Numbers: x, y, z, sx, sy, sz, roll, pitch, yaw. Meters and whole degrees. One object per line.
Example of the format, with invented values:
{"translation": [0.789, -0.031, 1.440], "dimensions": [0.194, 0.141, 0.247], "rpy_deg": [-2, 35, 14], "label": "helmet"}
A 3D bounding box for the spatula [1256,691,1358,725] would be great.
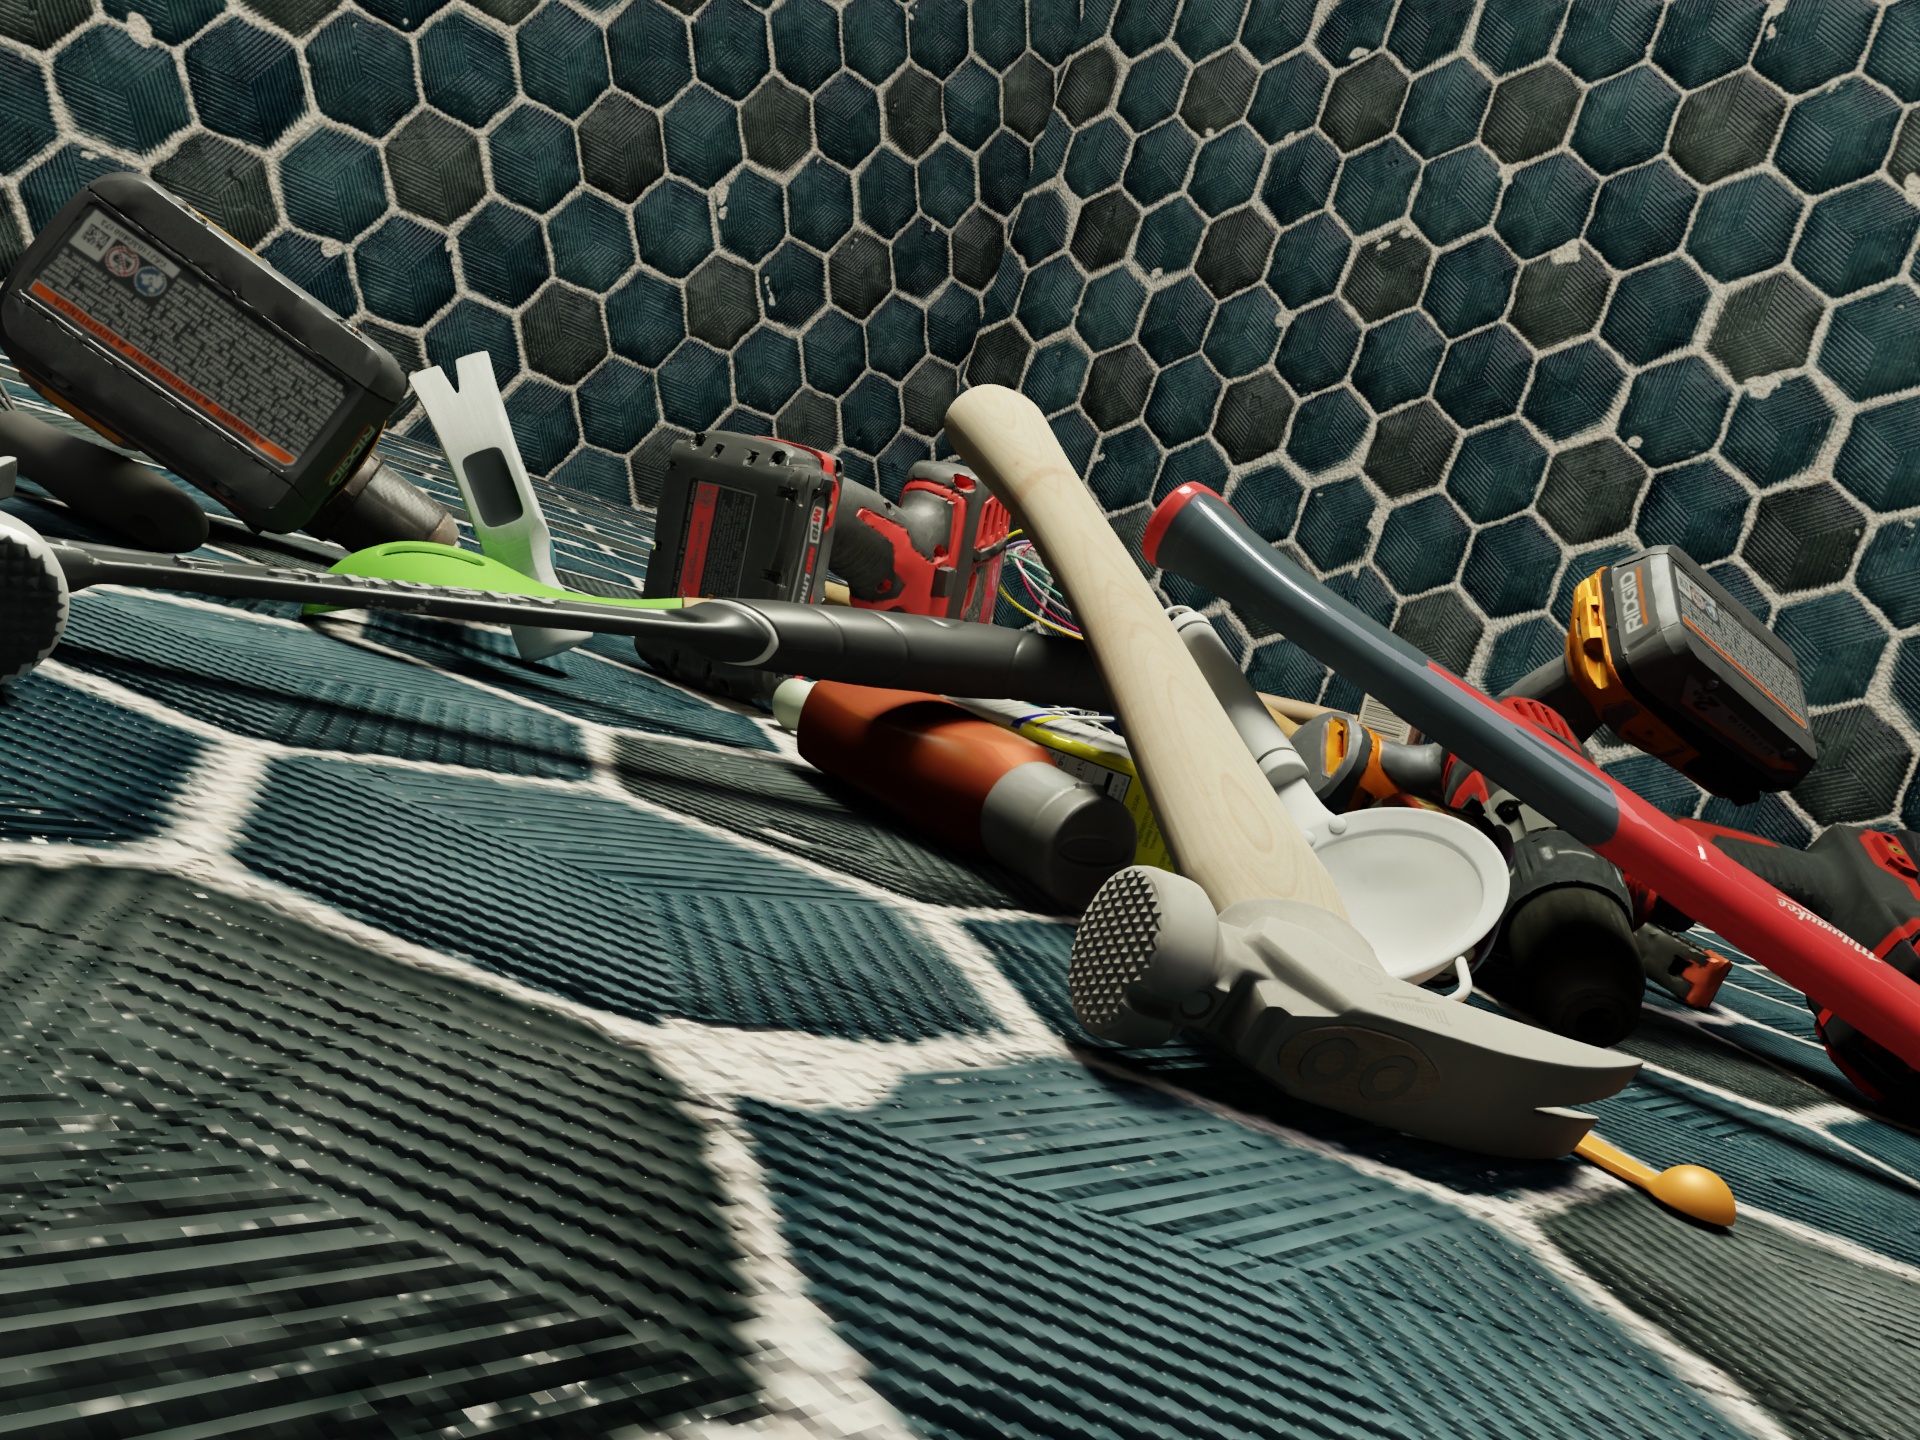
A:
{"translation": [0.134, -0.026, 1.107], "dimensions": [0.316, 0.018, 0.060], "rpy_deg": [11, 8, -6], "label": "spatula"}

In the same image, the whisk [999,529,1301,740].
{"translation": [0.125, -0.045, 0.995], "dimensions": [0.245, 0.047, 0.051], "rpy_deg": [32, -15, -13], "label": "whisk"}

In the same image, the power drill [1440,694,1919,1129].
{"translation": [0.305, 0.084, 0.635], "dimensions": [0.226, 0.080, 0.188], "rpy_deg": [20, 31, -4], "label": "power drill"}

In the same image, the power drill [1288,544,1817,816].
{"translation": [0.290, 0.024, 0.785], "dimensions": [0.164, 0.084, 0.226], "rpy_deg": [33, -43, -23], "label": "power drill"}

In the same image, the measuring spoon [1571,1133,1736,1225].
{"translation": [0.154, 0.101, 0.424], "dimensions": [0.021, 0.011, 0.117], "rpy_deg": [16, 6, -32], "label": "measuring spoon"}

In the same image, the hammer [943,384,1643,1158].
{"translation": [0.064, -0.023, 0.524], "dimensions": [0.146, 0.038, 0.411], "rpy_deg": [20, 25, -21], "label": "hammer"}

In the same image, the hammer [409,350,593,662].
{"translation": [-0.215, -0.093, 0.767], "dimensions": [0.033, 0.128, 0.331], "rpy_deg": [-21, 7, -12], "label": "hammer"}

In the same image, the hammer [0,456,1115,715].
{"translation": [-0.091, -0.029, 0.491], "dimensions": [0.408, 0.036, 0.149], "rpy_deg": [5, 12, -36], "label": "hammer"}

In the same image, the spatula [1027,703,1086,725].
{"translation": [0.191, 0.031, 0.923], "dimensions": [0.317, 0.044, 0.082], "rpy_deg": [7, -4, 25], "label": "spatula"}

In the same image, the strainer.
{"translation": [0.121, 0.026, 0.575], "dimensions": [0.259, 0.087, 0.050], "rpy_deg": [-112, 179, -53], "label": "strainer"}

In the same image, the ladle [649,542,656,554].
{"translation": [-0.159, -0.082, 0.996], "dimensions": [0.078, 0.062, 0.320], "rpy_deg": [-1, 12, -9], "label": "ladle"}

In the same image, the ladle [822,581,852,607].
{"translation": [-0.008, -0.059, 1.042], "dimensions": [0.316, 0.031, 0.069], "rpy_deg": [19, -7, 33], "label": "ladle"}

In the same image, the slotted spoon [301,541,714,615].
{"translation": [-0.079, -0.036, 0.598], "dimensions": [0.313, 0.031, 0.070], "rpy_deg": [6, 5, -14], "label": "slotted spoon"}

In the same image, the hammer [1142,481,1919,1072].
{"translation": [0.213, 0.033, 0.543], "dimensions": [0.386, 0.038, 0.143], "rpy_deg": [38, 26, 22], "label": "hammer"}

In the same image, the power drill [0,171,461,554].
{"translation": [-0.279, -0.119, 0.642], "dimensions": [0.185, 0.084, 0.226], "rpy_deg": [37, -10, -21], "label": "power drill"}

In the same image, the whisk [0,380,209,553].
{"translation": [-0.375, -0.115, 0.632], "dimensions": [0.239, 0.055, 0.055], "rpy_deg": [25, 8, 26], "label": "whisk"}

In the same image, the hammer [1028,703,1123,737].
{"translation": [0.028, -0.020, 1.106], "dimensions": [0.144, 0.035, 0.405], "rpy_deg": [22, 6, 32], "label": "hammer"}

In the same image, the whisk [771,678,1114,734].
{"translation": [-0.001, -0.002, 0.776], "dimensions": [0.058, 0.059, 0.246], "rpy_deg": [7, 2, 38], "label": "whisk"}

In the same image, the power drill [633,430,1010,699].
{"translation": [-0.054, -0.065, 0.794], "dimensions": [0.079, 0.143, 0.219], "rpy_deg": [17, 10, 30], "label": "power drill"}
